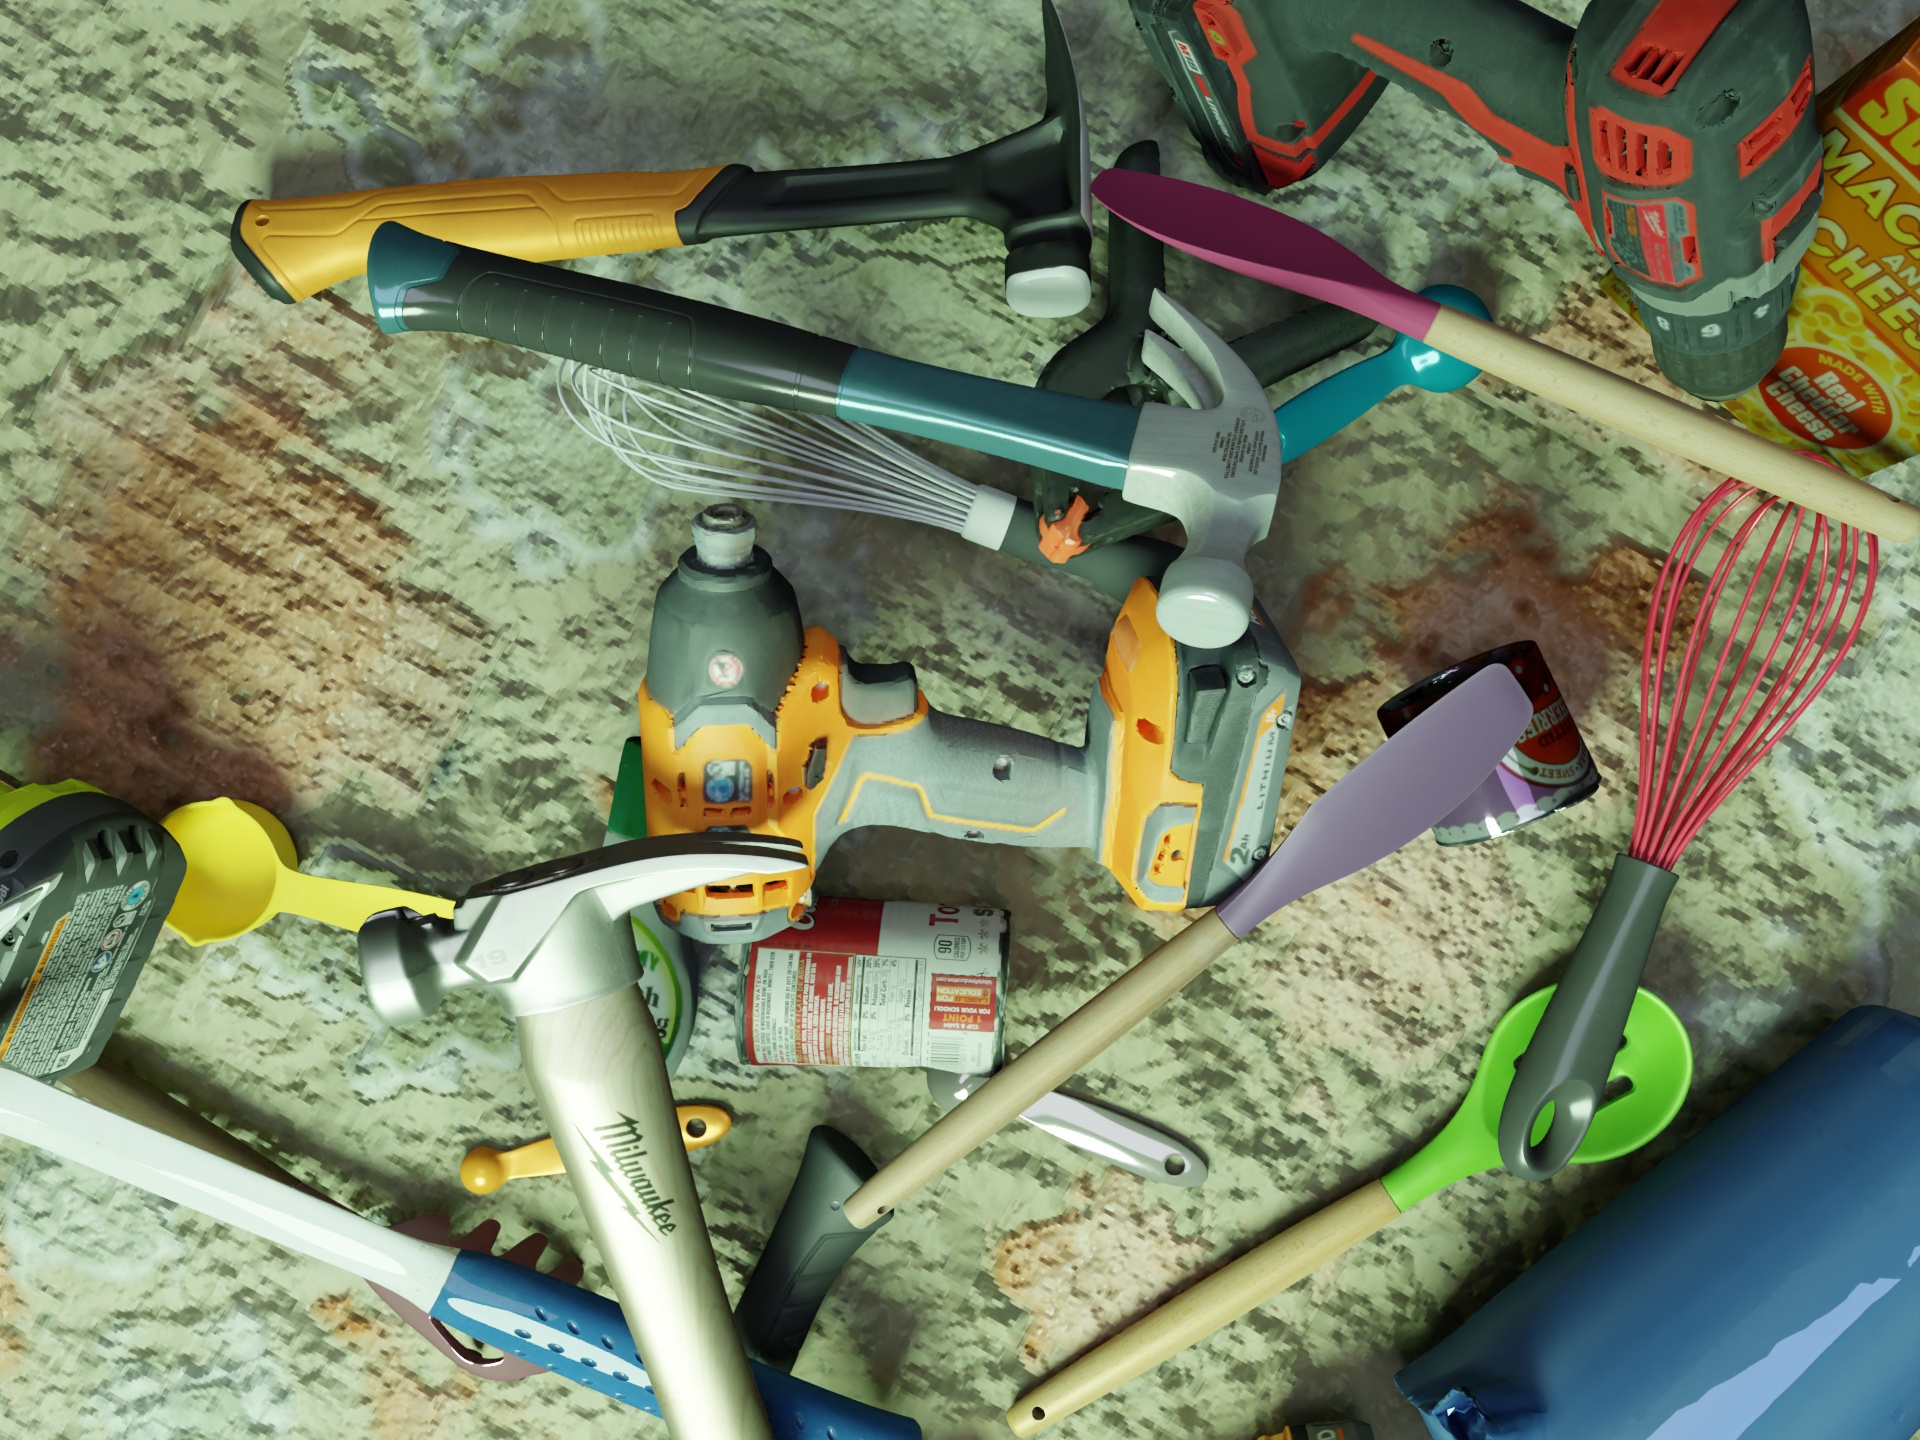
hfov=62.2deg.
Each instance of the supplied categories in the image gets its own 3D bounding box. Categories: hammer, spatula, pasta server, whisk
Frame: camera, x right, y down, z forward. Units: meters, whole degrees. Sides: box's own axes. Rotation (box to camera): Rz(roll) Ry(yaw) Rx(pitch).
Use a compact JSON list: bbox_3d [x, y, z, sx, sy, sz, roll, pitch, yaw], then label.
[{"bbox_3d":[-0.081,0.241,0.569,0.146,0.038,0.410,-15,103,-7],"label":"hammer"},{"bbox_3d":[0.079,0.091,0.583,0.316,0.018,0.059,-40,134,10],"label":"spatula"},{"bbox_3d":[-0.119,0.321,0.654,0.146,0.035,0.335,25,93,0],"label":"hammer"},{"bbox_3d":[-0.296,0.182,0.659,0.316,0.040,0.060,30,94,4],"label":"pasta server"},{"bbox_3d":[-0.196,0.196,0.580,0.405,0.035,0.144,28,97,-12],"label":"hammer"},{"bbox_3d":[0.267,0.037,0.603,0.073,0.073,0.296,22,91,1],"label":"whisk"},{"bbox_3d":[-0.118,-0.205,0.617,0.337,0.034,0.127,-3,71,7],"label":"hammer"},{"bbox_3d":[-0.052,-0.119,0.550,0.331,0.033,0.128,15,58,6],"label":"hammer"},{"bbox_3d":[-0.019,-0.090,0.621,0.284,0.070,0.070,20,93,-4],"label":"whisk"}]

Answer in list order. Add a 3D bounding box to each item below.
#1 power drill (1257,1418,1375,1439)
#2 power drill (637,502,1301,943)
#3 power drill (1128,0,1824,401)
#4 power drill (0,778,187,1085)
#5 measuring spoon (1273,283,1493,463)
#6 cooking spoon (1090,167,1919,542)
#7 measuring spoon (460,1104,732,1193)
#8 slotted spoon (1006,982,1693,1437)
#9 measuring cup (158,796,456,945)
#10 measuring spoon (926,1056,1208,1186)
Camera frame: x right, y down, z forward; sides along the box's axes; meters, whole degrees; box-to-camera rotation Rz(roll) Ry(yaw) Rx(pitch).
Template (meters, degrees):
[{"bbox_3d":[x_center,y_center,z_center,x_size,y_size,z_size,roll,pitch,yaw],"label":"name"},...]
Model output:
[{"bbox_3d":[0.074,0.387,0.630,0.226,0.084,0.185,-15,93,7],"label":"power drill"},{"bbox_3d":[-0.001,-0.002,0.572,0.226,0.084,0.164,-2,123,-7],"label":"power drill"},{"bbox_3d":[0.183,-0.199,0.545,0.227,0.187,0.080,38,91,34],"label":"power drill"},{"bbox_3d":[-0.438,0.056,0.621,0.228,0.080,0.190,30,99,10],"label":"power drill"},{"bbox_3d":[0.159,-0.127,0.603,0.128,0.021,0.042,-33,109,-20],"label":"measuring spoon"},{"bbox_3d":[0.194,-0.134,0.576,0.319,0.069,0.017,24,127,4],"label":"cooking spoon"},{"bbox_3d":[-0.152,0.178,0.659,0.117,0.011,0.021,-12,92,2],"label":"measuring spoon"},{"bbox_3d":[0.151,0.204,0.643,0.314,0.031,0.070,-34,78,5],"label":"slotted spoon"},{"bbox_3d":[-0.252,0.071,0.651,0.156,0.029,0.062,13,93,-1],"label":"measuring cup"},{"bbox_3d":[0.044,0.164,0.648,0.124,0.018,0.034,23,93,0],"label":"measuring spoon"}]
